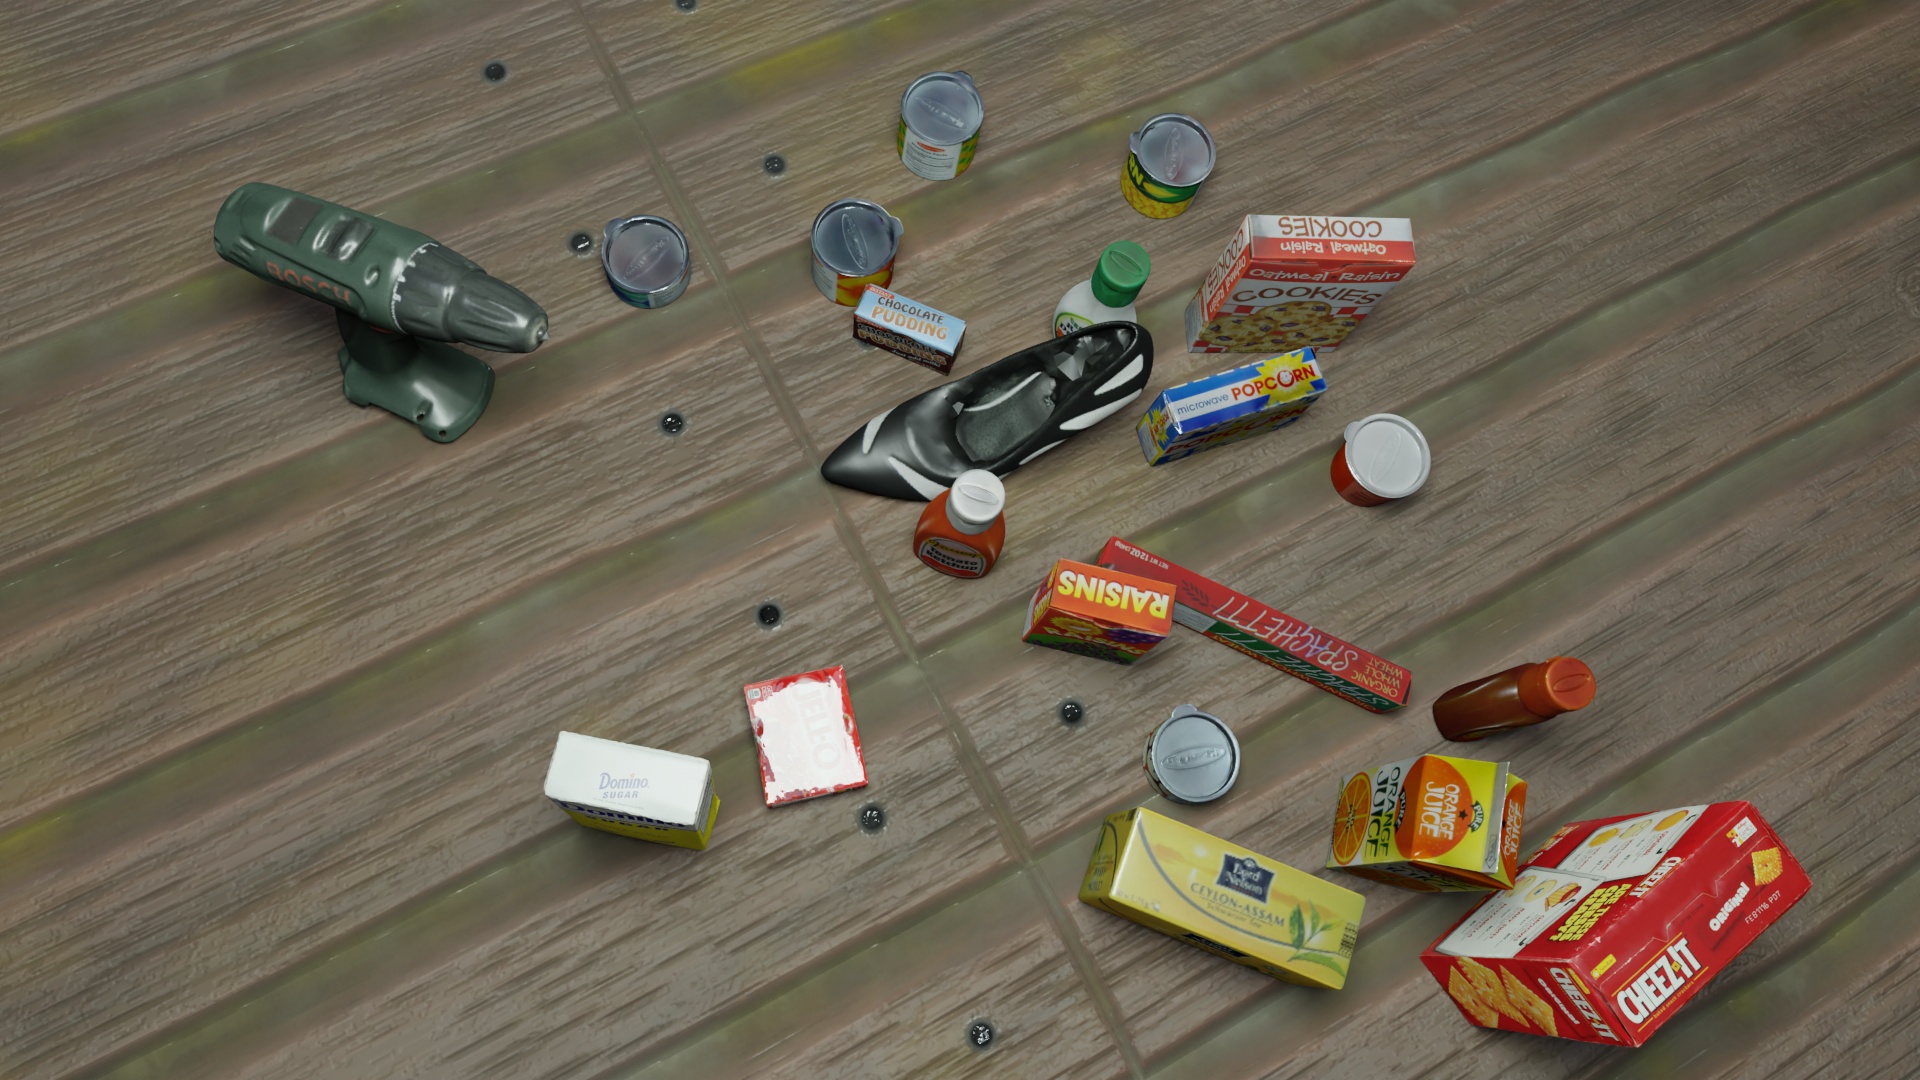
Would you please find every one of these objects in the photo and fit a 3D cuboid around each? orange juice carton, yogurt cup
[{"bbox_3d":[0.322,0.194,0.943,0.073,0.192,0.072,16,74,-2],"label":"orange juice carton"},{"bbox_3d":[0.325,-0.059,1.088,0.072,0.053,0.072,2,74,-6],"label":"yogurt cup"}]

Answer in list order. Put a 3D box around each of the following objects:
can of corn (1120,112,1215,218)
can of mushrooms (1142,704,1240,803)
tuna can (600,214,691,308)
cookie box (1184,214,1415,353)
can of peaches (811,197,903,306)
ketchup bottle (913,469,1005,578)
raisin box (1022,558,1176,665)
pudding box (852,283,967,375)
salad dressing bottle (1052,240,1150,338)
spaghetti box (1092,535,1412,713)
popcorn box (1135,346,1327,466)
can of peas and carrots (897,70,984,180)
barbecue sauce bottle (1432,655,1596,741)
[{"bbox_3d":[0.166,-0.306,1.135,0.071,0.058,0.071,2,74,-6],"label":"can of corn"},{"bbox_3d":[0.168,0.157,1.018,0.071,0.033,0.071,2,74,-6],"label":"can of mushrooms"},{"bbox_3d":[-0.244,-0.216,1.073,0.071,0.032,0.071,2,74,-6],"label":"tuna can"},{"bbox_3d":[0.253,-0.190,1.057,0.123,0.167,0.040,-1,75,-7],"label":"cookie box"},{"bbox_3d":[-0.081,-0.224,1.082,0.071,0.058,0.071,2,74,-6],"label":"can of peaches"},{"bbox_3d":[0.004,-0.012,0.986,0.065,0.148,0.043,19,74,-1],"label":"ketchup bottle"},{"bbox_3d":[0.096,0.053,0.992,0.086,0.123,0.040,14,74,-3],"label":"raisin box"},{"bbox_3d":[-0.040,-0.163,1.075,0.084,0.049,0.030,22,73,0],"label":"pudding box"},{"bbox_3d":[0.108,-0.177,1.045,0.064,0.147,0.044,36,74,4],"label":"salad dressing bottle"},{"bbox_3d":[0.216,0.065,1.041,0.250,0.050,0.029,24,73,0],"label":"spaghetti box"},{"bbox_3d":[0.207,-0.102,1.069,0.127,0.085,0.038,-17,78,-11],"label":"popcorn box"},{"bbox_3d":[-0.016,-0.336,1.121,0.071,0.058,0.071,2,74,-6],"label":"can of peas and carrots"},{"bbox_3d":[0.400,0.114,0.999,0.065,0.148,0.044,-15,77,-10],"label":"barbecue sauce bottle"}]
